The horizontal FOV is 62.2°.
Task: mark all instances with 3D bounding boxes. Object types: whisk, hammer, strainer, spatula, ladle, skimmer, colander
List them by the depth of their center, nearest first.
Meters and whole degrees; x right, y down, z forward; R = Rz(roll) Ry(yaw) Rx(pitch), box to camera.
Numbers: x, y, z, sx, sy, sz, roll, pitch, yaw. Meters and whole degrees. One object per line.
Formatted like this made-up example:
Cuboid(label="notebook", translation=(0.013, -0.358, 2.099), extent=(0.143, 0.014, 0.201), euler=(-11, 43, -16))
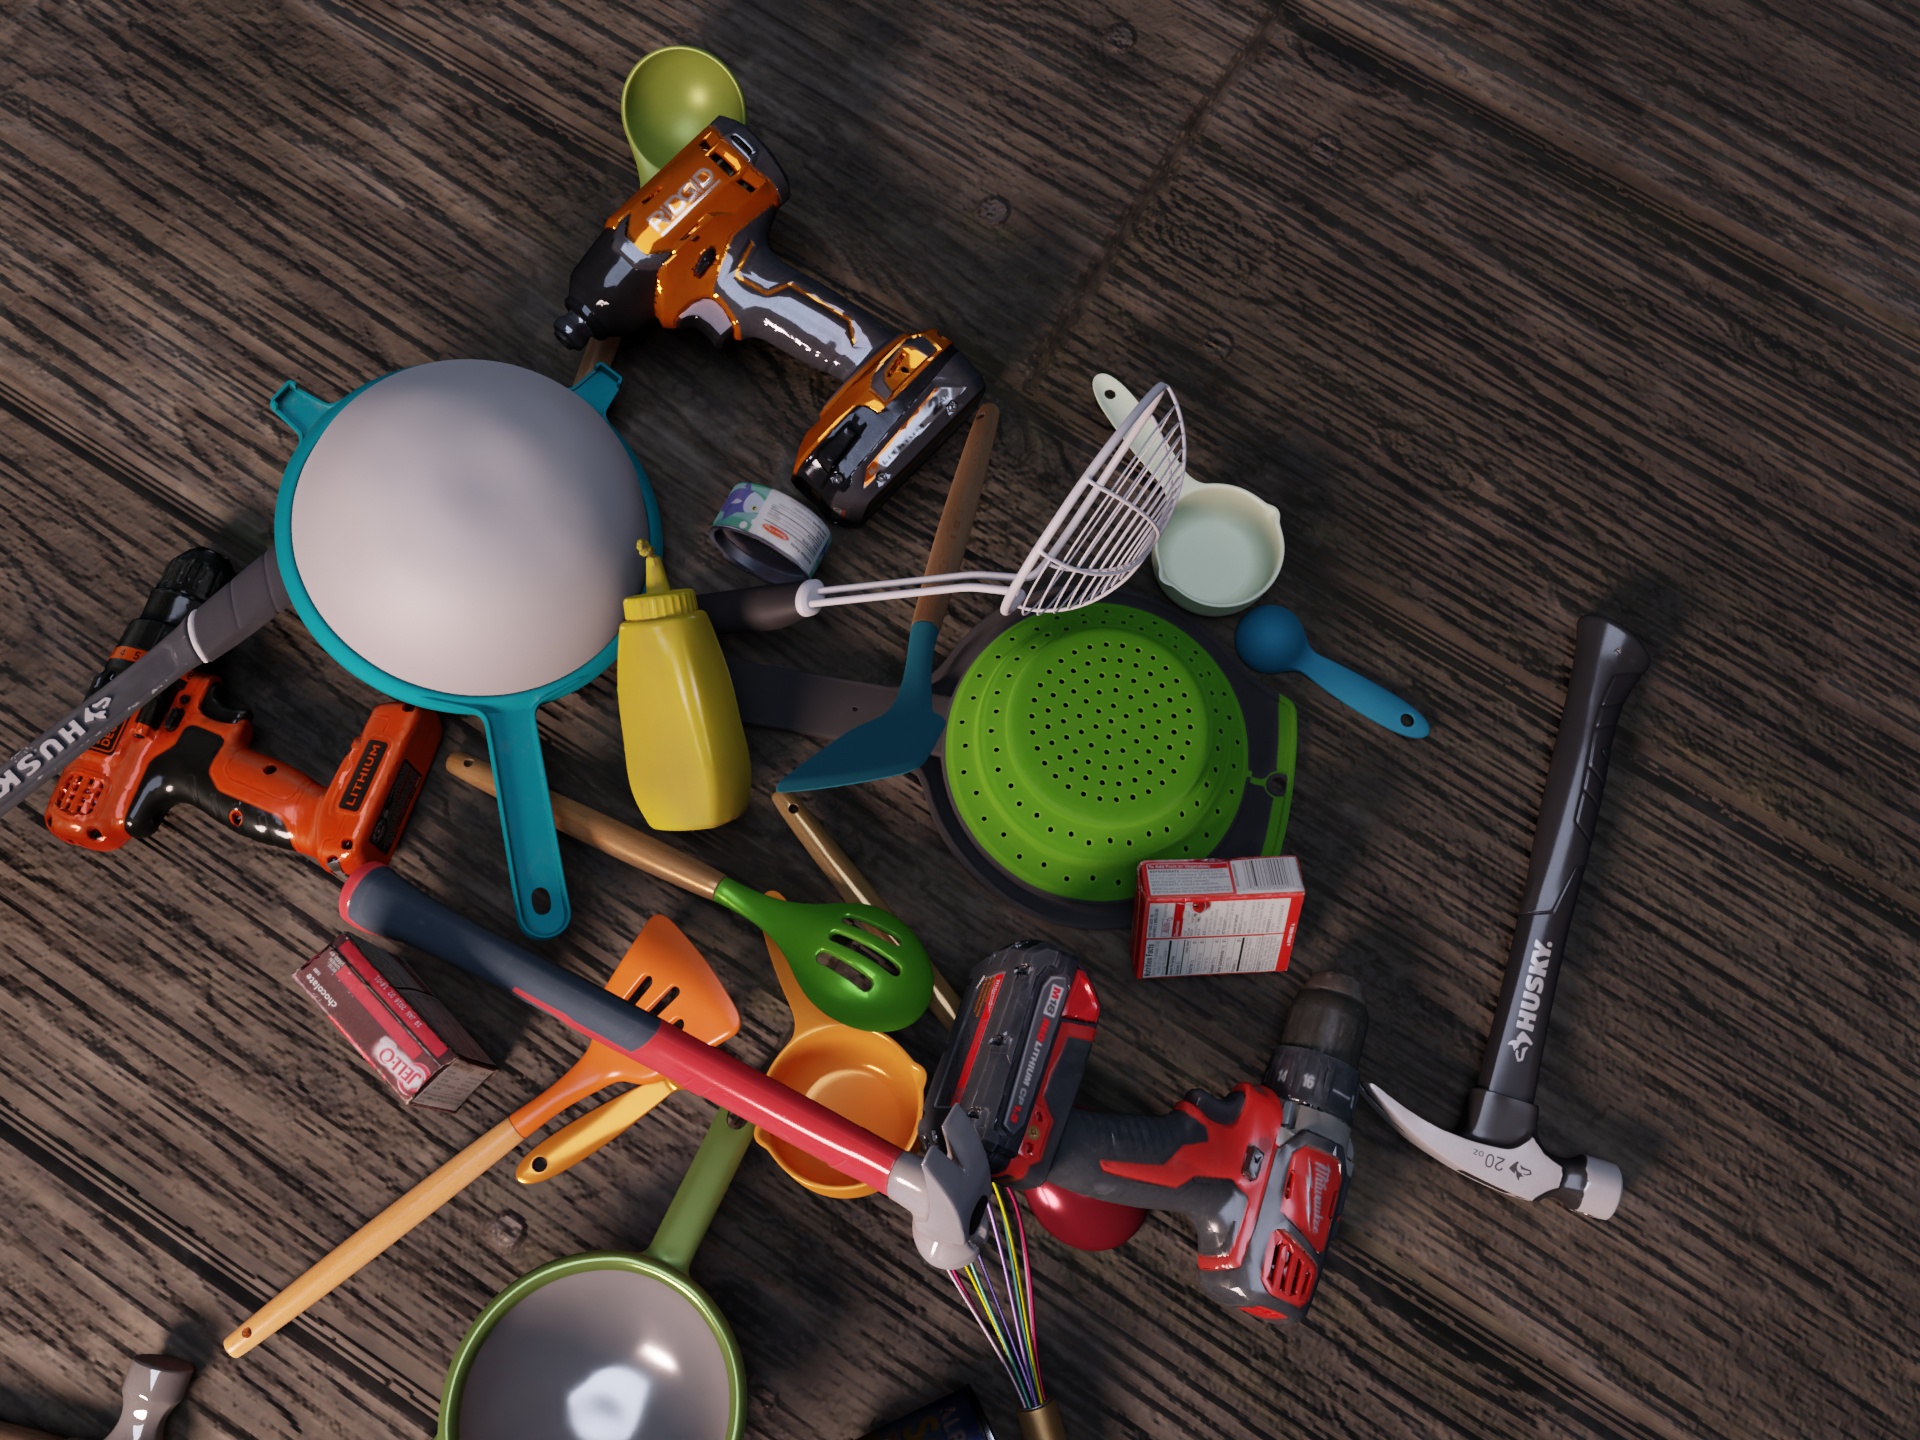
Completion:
Cuboid(label="hammer", translation=(-0.161, 0.153, 0.795), extent=(0.386, 0.143, 0.038), euler=(23, 59, 18))
Cuboid(label="skimmer", translation=(-0.045, -0.093, 0.816), extent=(0.127, 0.363, 0.090), euler=(-53, 127, -40))
Cuboid(label="hammer", translation=(-0.579, 0.361, 0.829), extent=(0.331, 0.031, 0.130), euler=(14, 77, 3))
Cuboid(label="strainer", translation=(-0.164, 0.312, 0.839), extent=(0.151, 0.069, 0.256), euler=(23, 61, 6))
Cuboid(label="whisk", translation=(0.031, 0.340, 0.844), extent=(0.047, 0.051, 0.245), euler=(-20, 82, 16))
Cuboid(label="strainer", translation=(-0.248, -0.054, 0.854), extent=(0.211, 0.095, 0.340), euler=(-9, 78, -22))
Cuboid(label="spatula", translation=(-0.263, 0.234, 0.859), extent=(0.322, 0.041, 0.081), euler=(-38, 74, -8))
Cuboid(label="hammer", translation=(-0.427, -0.030, 0.864), extent=(0.149, 0.036, 0.409), euler=(41, 69, 13))
Cuboid(label="spatula", translation=(-0.017, -0.076, 0.873), extent=(0.082, 0.044, 0.318), euler=(-10, 46, 28))
Cuboid(label="ladle", translation=(-0.005, 0.160, 0.883), extent=(0.069, 0.031, 0.315), euler=(-37, 81, -13))
Cuboid(label="colander", translation=(-0.001, -0.003, 0.890), extent=(0.397, 0.094, 0.204), euler=(9, 77, 1))
Cuboid(label="hammer", translation=(0.330, 0.097, 0.904), extent=(0.146, 0.035, 0.335), euler=(17, 77, 2))
Cuboid(label="ladle", translation=(-0.208, -0.261, 0.968), extent=(0.078, 0.062, 0.320), euler=(18, 80, -5))

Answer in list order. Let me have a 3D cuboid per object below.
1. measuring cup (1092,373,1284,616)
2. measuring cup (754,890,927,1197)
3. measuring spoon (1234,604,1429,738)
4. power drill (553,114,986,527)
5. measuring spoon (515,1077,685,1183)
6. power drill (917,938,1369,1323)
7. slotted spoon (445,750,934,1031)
Cuboid(label="measuring cup", translation=(0.127, -0.135, 0.953), extent=(0.083, 0.038, 0.168), euler=(-31, 78, -8))
Cuboid(label="measuring cup", translation=(-0.076, 0.177, 0.875), extent=(0.095, 0.052, 0.174), euler=(-20, 63, -6))
Cuboid(label="measuring spoon", translation=(0.221, -0.028, 0.936), extent=(0.128, 0.021, 0.042), euler=(32, 79, 7))
Cuboid(label="power drill", translation=(-0.116, -0.220, 0.930), extent=(0.226, 0.084, 0.164), euler=(44, 80, -2))
Cuboid(label="measuring spoon", translation=(-0.194, 0.221, 0.878), extent=(0.117, 0.011, 0.021), euler=(-32, 79, -8))
Cuboid(label="power drill", translation=(0.111, 0.191, 0.838), extent=(0.226, 0.080, 0.188), euler=(26, 68, -13))
Cuboid(label="slotted spoon", translation=(-0.156, 0.084, 0.882), extent=(0.314, 0.031, 0.070), euler=(24, 55, 14))
